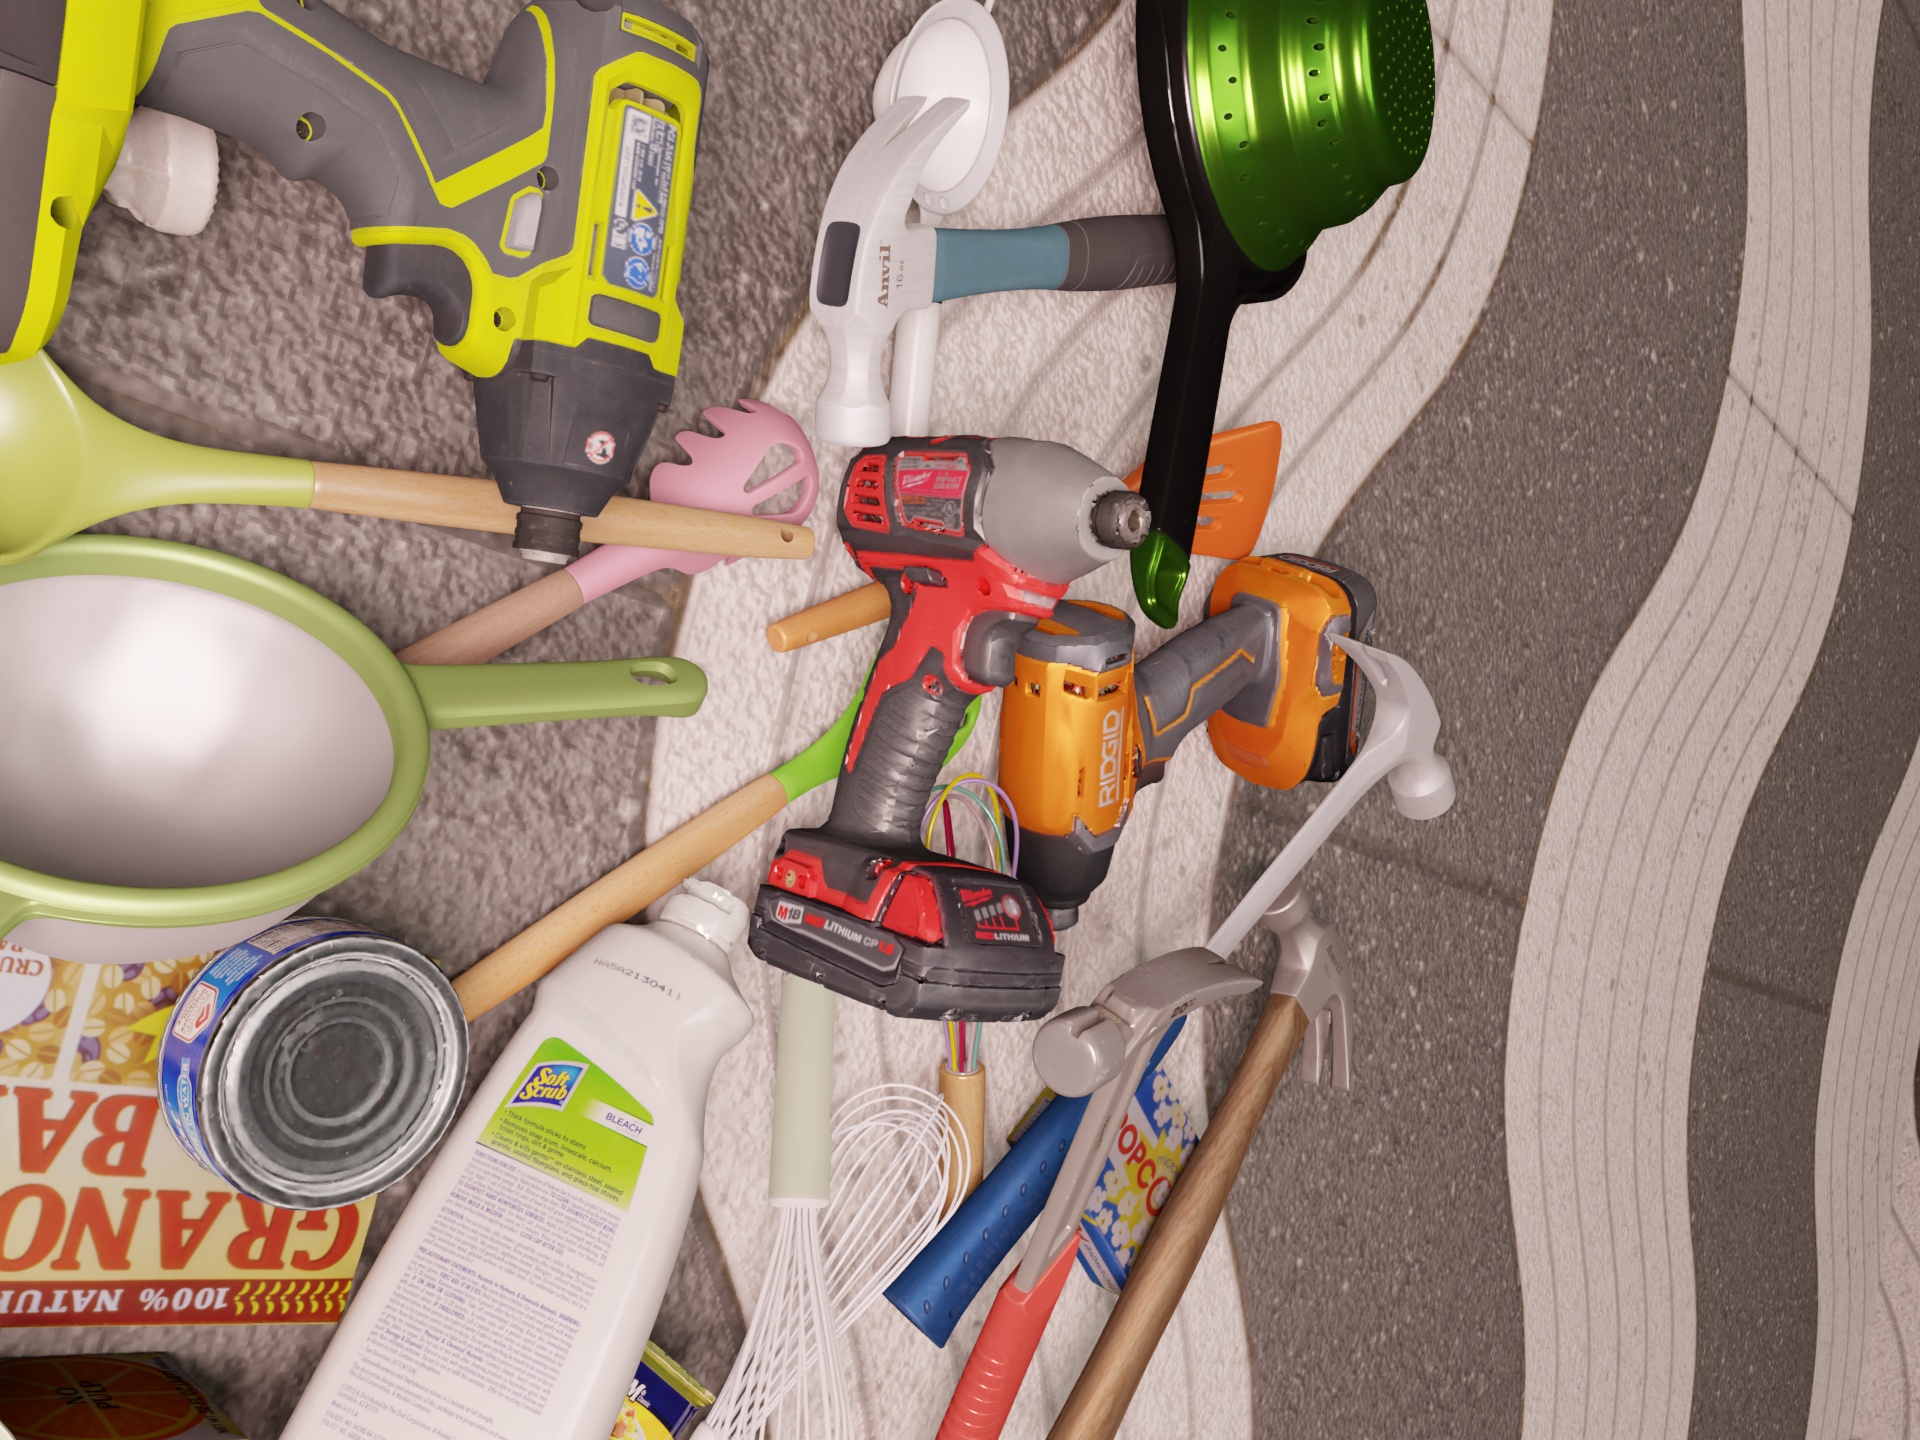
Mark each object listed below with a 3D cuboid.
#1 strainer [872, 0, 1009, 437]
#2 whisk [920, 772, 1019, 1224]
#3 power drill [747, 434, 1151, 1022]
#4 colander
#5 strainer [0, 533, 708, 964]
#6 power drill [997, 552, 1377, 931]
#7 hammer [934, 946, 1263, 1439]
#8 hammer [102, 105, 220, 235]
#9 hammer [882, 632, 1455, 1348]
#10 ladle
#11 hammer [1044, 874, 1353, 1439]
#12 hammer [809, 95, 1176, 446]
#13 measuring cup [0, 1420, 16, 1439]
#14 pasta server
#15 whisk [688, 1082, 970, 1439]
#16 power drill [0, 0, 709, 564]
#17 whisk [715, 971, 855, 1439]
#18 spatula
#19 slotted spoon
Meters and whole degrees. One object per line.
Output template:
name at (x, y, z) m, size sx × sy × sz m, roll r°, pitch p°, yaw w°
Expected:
strainer at (-0.018, -0.193, 0.683) m, size 0.087 × 0.050 × 0.258 m, roll -8°, pitch 107°, yaw -57°
whisk at (-0.002, 0.142, 0.742) m, size 0.047 × 0.051 × 0.245 m, roll -51°, pitch 143°, yaw -73°
power drill at (-0.001, -0.002, 0.614) m, size 0.078 × 0.143 × 0.220 m, roll 11°, pitch 90°, yaw -44°
colander at (0.153, -0.232, 0.743) m, size 0.204 × 0.094 × 0.397 m, roll 32°, pitch 64°, yaw -53°
strainer at (-0.195, 0.014, 0.485) m, size 0.256 × 0.152 × 0.069 m, roll -5°, pitch 136°, yaw -43°
power drill at (0.110, 0.007, 0.806) m, size 0.226 × 0.084 × 0.164 m, roll -17°, pitch 119°, yaw -38°
hammer at (0.028, 0.267, 0.706) m, size 0.149 × 0.037 × 0.359 m, roll -7°, pitch 121°, yaw -55°
hammer at (-0.238, -0.334, 0.373) m, size 0.146 × 0.038 × 0.410 m, roll -3°, pitch 113°, yaw -44°
hammer at (0.108, 0.126, 0.773) m, size 0.405 × 0.035 × 0.143 m, roll -46°, pitch 135°, yaw -17°
ladle at (-0.175, -0.075, 0.504) m, size 0.320 × 0.062 × 0.078 m, roll 2°, pitch 78°, yaw -39°
hammer at (0.129, 0.246, 0.836) m, size 0.331 × 0.031 × 0.129 m, roll -56°, pitch 130°, yaw -27°
hammer at (0.047, -0.207, 0.714) m, size 0.331 × 0.033 × 0.128 m, roll -25°, pitch 125°, yaw -51°
measuring cup at (-0.306, 0.138, 0.398) m, size 0.167 × 0.038 × 0.083 m, roll 41°, pitch 77°, yaw -14°
pasta server at (-0.165, -0.036, 0.568) m, size 0.316 × 0.040 × 0.060 m, roll -36°, pitch 119°, yaw -32°
whisk at (-0.085, 0.279, 0.671) m, size 0.285 × 0.070 × 0.070 m, roll -55°, pitch 129°, yaw -18°
power drill at (-0.174, -0.140, 0.437) m, size 0.223 × 0.080 × 0.171 m, roll 5°, pitch 94°, yaw -47°
whisk at (-0.065, 0.204, 0.645) m, size 0.059 × 0.058 × 0.246 m, roll 13°, pitch 66°, yaw -28°
spatula at (0.041, -0.080, 0.752) m, size 0.322 × 0.041 × 0.081 m, roll -25°, pitch 135°, yaw -41°
slotted spoon at (-0.093, 0.043, 0.648) m, size 0.314 × 0.031 × 0.070 m, roll -34°, pitch 116°, yaw -35°
